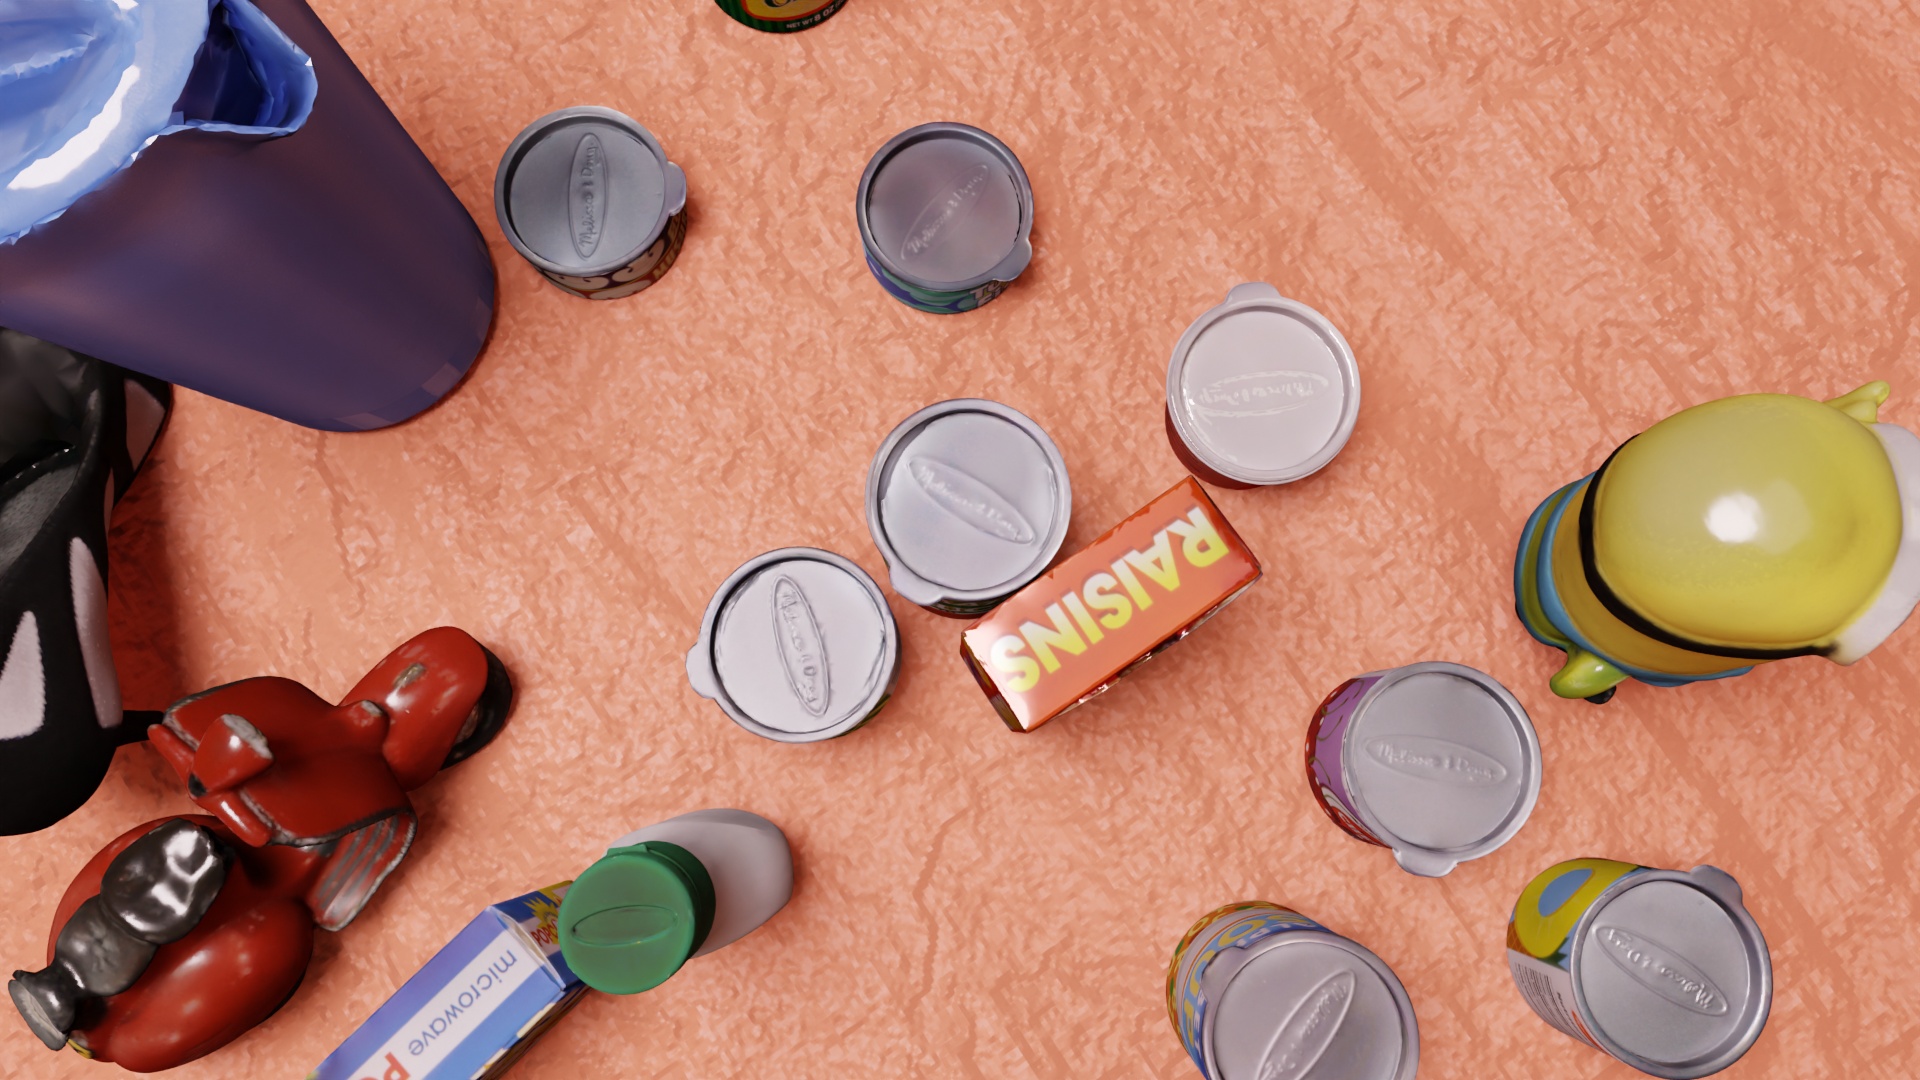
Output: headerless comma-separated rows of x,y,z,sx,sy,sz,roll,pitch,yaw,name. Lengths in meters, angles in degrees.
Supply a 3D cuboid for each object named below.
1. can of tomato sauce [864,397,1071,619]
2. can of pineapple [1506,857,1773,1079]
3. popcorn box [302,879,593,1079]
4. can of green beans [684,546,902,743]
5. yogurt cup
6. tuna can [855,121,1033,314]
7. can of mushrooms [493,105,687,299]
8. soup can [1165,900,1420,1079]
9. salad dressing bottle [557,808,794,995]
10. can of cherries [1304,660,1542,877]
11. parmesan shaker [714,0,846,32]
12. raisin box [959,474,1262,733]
0.002,-0.006,0.485,0.071,0.083,0.071,0,82,0,can of tomato sauce
0.232,0.143,0.477,0.071,0.058,0.071,0,82,0,can of pineapple
-0.175,0.171,0.456,0.127,0.085,0.038,-44,84,-6,popcorn box
-0.054,0.038,0.491,0.071,0.057,0.071,0,82,0,can of green beans
0.106,-0.050,0.507,0.072,0.054,0.072,0,82,0,yogurt cup
-0.004,-0.120,0.527,0.071,0.033,0.071,0,82,0,tuna can
-0.137,-0.127,0.527,0.071,0.033,0.071,0,82,0,can of mushrooms
0.104,0.156,0.461,0.071,0.083,0.071,0,82,0,soup can
-0.089,0.110,0.434,0.064,0.147,0.044,-6,82,-1,salad dressing bottle
0.158,0.079,0.486,0.071,0.058,0.071,0,82,0,can of cherries
-0.069,-0.242,0.510,0.071,0.103,0.071,0,82,0,parmesan shaker
0.044,0.026,0.460,0.086,0.123,0.040,-33,84,-5,raisin box
